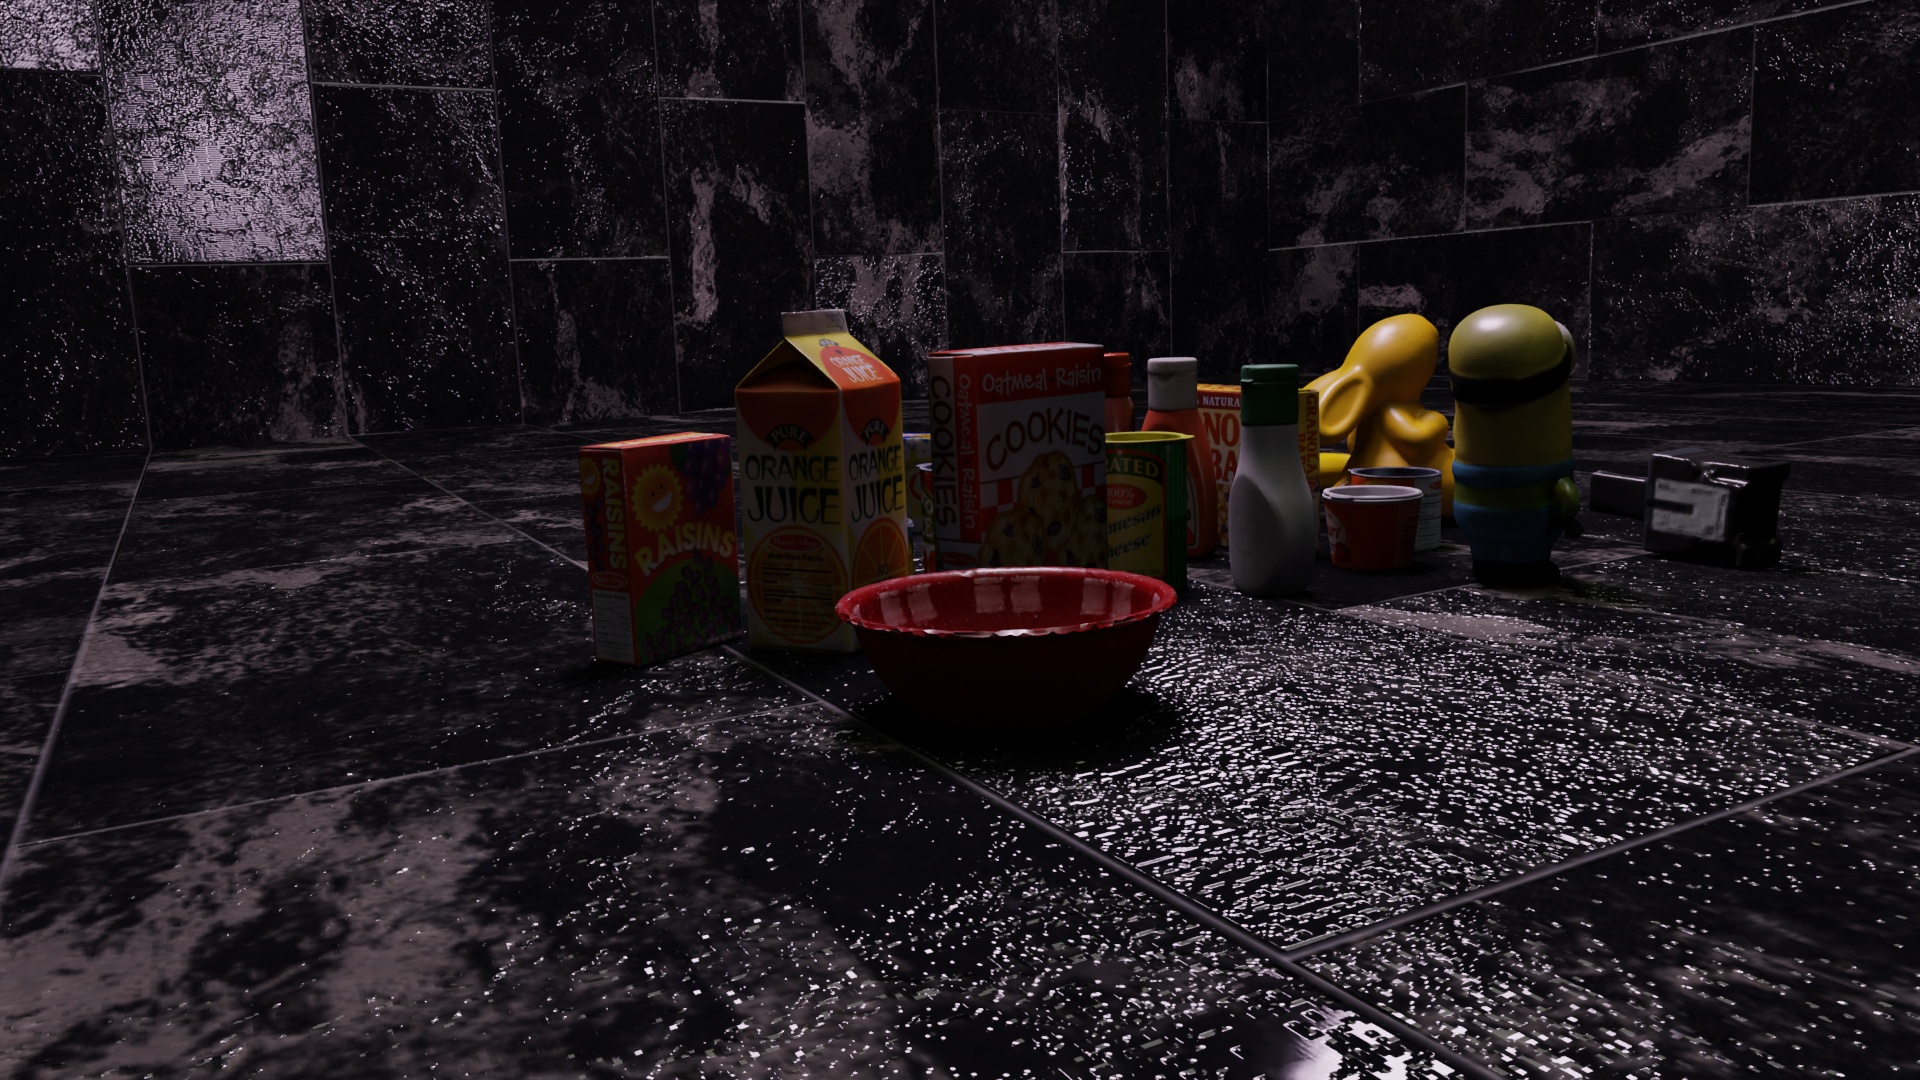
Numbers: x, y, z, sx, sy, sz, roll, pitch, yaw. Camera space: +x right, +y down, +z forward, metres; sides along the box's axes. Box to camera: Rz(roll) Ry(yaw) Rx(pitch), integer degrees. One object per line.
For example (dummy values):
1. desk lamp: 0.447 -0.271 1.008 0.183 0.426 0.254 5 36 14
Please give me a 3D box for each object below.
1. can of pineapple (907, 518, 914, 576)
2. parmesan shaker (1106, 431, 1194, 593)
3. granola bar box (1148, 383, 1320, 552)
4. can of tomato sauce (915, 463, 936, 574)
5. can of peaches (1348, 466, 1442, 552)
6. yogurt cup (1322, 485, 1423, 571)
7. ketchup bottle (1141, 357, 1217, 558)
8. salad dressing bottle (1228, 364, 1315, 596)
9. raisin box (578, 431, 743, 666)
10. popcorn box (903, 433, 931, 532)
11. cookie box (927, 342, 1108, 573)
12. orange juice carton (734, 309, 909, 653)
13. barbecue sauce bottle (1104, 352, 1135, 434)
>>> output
1. can of pineapple: -0.061 0.017 0.892 0.071 0.057 0.071 -2 9 0
2. parmesan shaker: 0.121 -0.018 0.924 0.071 0.103 0.071 -2 9 0
3. granola bar box: 0.210 -0.059 1.086 0.039 0.124 0.165 -7 10 -28
4. can of tomato sauce: 0.003 -0.012 0.977 0.071 0.083 0.071 -2 9 0
5. can of peaches: 0.327 -0.024 1.051 0.071 0.058 0.071 -2 9 0
6. yogurt cup: 0.290 -0.009 0.980 0.072 0.054 0.072 -2 9 0
7. ketchup bottle: 0.161 -0.062 1.045 0.064 0.148 0.044 3 10 31
8. salad dressing bottle: 0.200 -0.040 0.898 0.044 0.147 0.064 -6 9 -25
9. raisin box: -0.171 0.003 0.800 0.040 0.123 0.086 4 11 36
10. popcorn box: -0.042 -0.051 1.221 0.126 0.085 0.038 2 10 25
11. cookie box: 0.036 -0.031 0.823 0.040 0.167 0.123 5 11 41
12. orange juice carton: -0.080 -0.037 0.805 0.073 0.192 0.072 2 10 26
13. barbecue sauce bottle: 0.133 -0.090 1.222 0.044 0.148 0.065 -1 9 11
